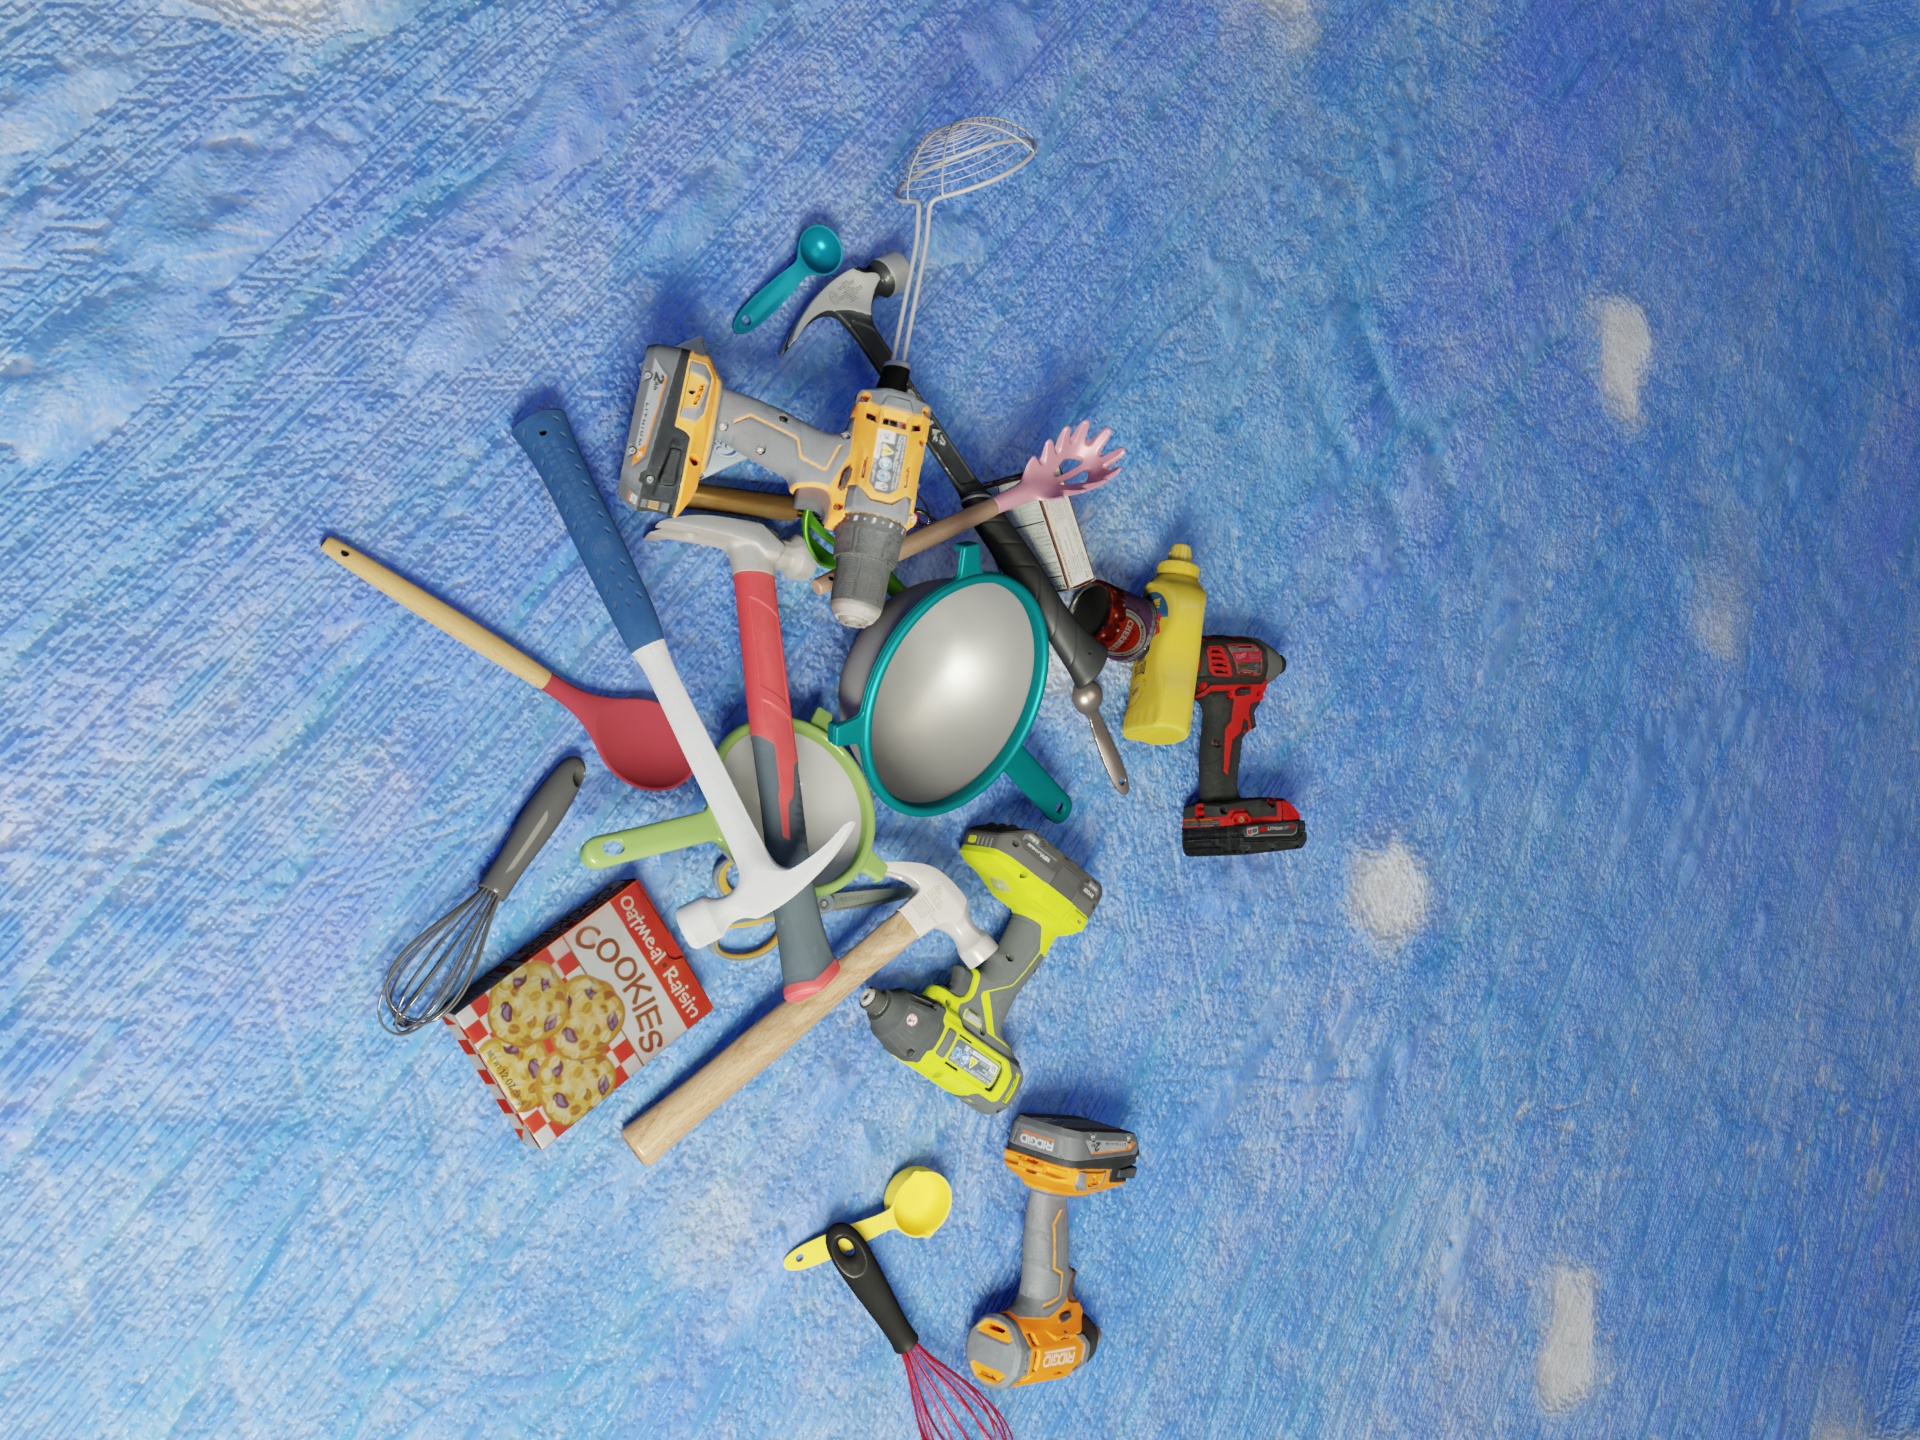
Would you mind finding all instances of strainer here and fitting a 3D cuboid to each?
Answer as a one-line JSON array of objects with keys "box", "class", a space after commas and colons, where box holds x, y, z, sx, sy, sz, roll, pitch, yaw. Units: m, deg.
[{"box": [-0.002, -0.004, 1.363, 0.211, 0.095, 0.340, -56, 142, -10], "class": "strainer"}, {"box": [-0.186, 0.085, 1.233, 0.256, 0.069, 0.151, -12, 76, -40], "class": "strainer"}]

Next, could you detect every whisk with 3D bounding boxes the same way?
[{"box": [-0.122, -0.176, 1.330, 0.244, 0.051, 0.047, 3, 65, -33], "class": "whisk"}, {"box": [-0.036, 0.537, 1.336, 0.073, 0.073, 0.295, -38, 108, -32], "class": "whisk"}, {"box": [-0.339, 0.121, 1.145, 0.055, 0.055, 0.239, 44, 59, -27], "class": "whisk"}]

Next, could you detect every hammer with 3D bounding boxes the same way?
[{"box": [-0.155, 0.022, 1.215, 0.143, 0.038, 0.387, 6, 64, -35], "class": "hammer"}, {"box": [0.001, -0.203, 1.364, 0.149, 0.036, 0.409, -36, 95, -32], "class": "hammer"}, {"box": [-0.218, -0.047, 1.163, 0.144, 0.035, 0.405, -27, 83, -4], "class": "hammer"}, {"box": [-0.129, 0.231, 1.270, 0.331, 0.031, 0.130, -37, 89, -22], "class": "hammer"}]

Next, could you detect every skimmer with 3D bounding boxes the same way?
[{"box": [-0.023, -0.342, 1.329, 0.090, 0.127, 0.363, 22, 77, -52], "class": "skimmer"}]

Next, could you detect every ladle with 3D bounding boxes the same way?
[{"box": [-0.328, -0.042, 1.172, 0.315, 0.031, 0.069, 36, 65, -28], "class": "ladle"}]

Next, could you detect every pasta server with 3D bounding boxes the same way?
[{"box": [0.009, -0.172, 1.319, 0.316, 0.040, 0.060, -28, 79, -30], "class": "pasta server"}]

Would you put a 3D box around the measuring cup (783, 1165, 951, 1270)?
[{"box": [-0.081, 0.422, 1.339, 0.156, 0.029, 0.062, -17, 102, -24], "class": "measuring cup"}]

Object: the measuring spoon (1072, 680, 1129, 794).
[{"box": [0.141, 0.017, 1.525, 0.034, 0.018, 0.124, -33, 108, -33], "class": "measuring spoon"}]

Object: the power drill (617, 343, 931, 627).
[{"box": [-0.143, -0.178, 1.214, 0.226, 0.084, 0.185, 12, 80, -13], "class": "power drill"}]

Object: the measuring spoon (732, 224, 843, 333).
[{"box": [-0.150, -0.366, 1.333, 0.128, 0.021, 0.042, -48, 116, -18], "class": "measuring spoon"}]

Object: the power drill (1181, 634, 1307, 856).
[{"box": [0.280, 0.023, 1.597, 0.143, 0.078, 0.220, -2, 86, -37], "class": "power drill"}]

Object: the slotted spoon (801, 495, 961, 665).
[{"box": [-0.039, -0.091, 1.364, 0.313, 0.031, 0.070, 47, 67, -37], "class": "slotted spoon"}]

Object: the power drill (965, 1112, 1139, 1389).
[{"box": [0.091, 0.473, 1.421, 0.164, 0.084, 0.226, 20, 79, -50], "class": "power drill"}]

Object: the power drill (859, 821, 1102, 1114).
[{"box": [0.018, 0.208, 1.388, 0.171, 0.080, 0.223, 40, 68, -29], "class": "power drill"}]
